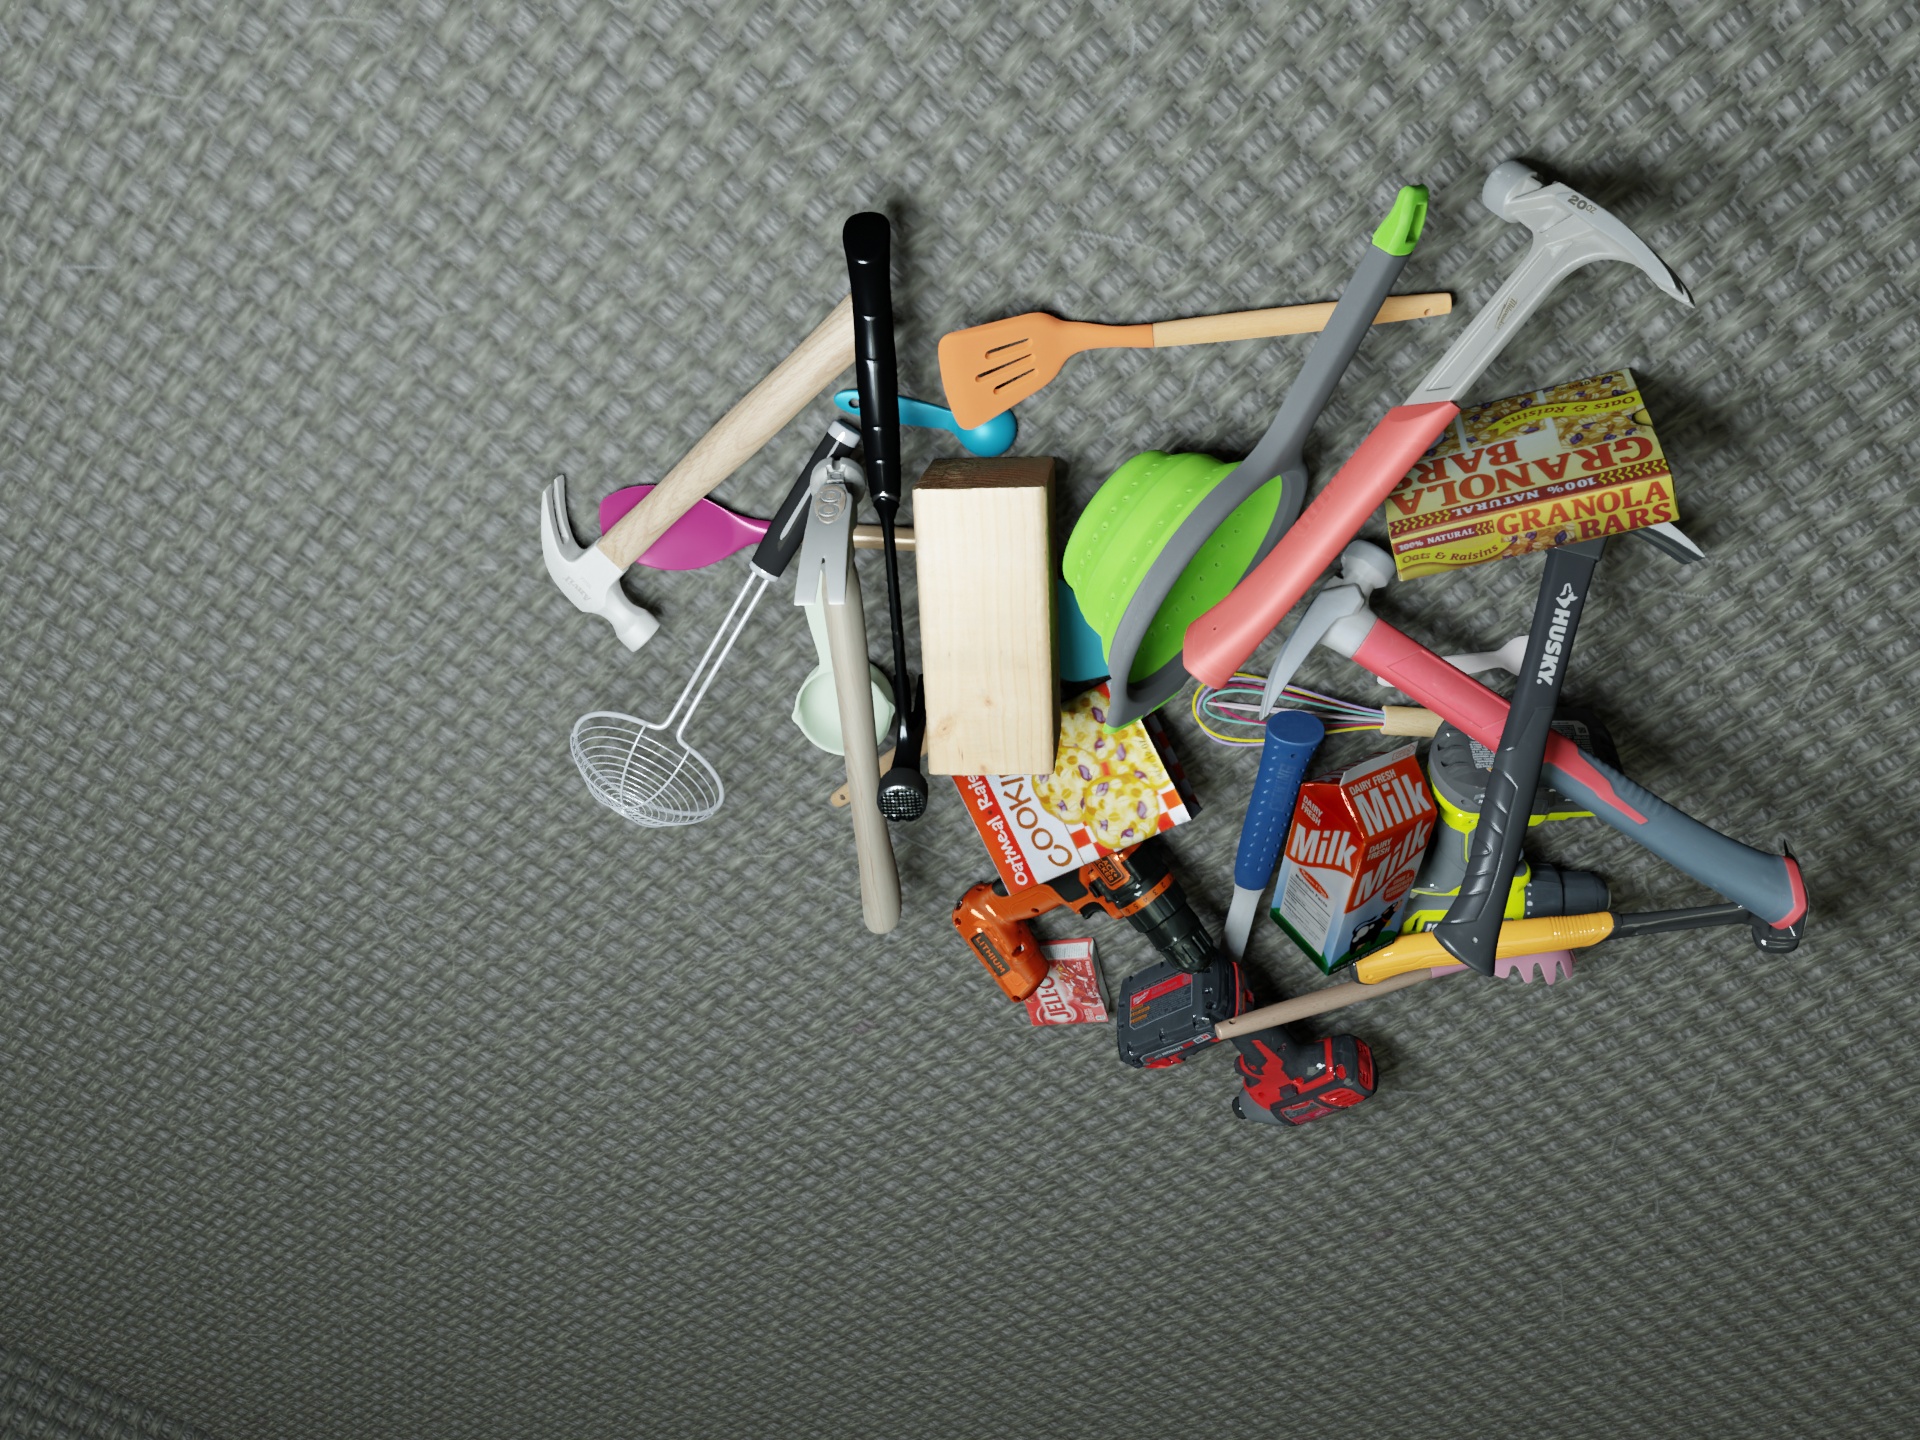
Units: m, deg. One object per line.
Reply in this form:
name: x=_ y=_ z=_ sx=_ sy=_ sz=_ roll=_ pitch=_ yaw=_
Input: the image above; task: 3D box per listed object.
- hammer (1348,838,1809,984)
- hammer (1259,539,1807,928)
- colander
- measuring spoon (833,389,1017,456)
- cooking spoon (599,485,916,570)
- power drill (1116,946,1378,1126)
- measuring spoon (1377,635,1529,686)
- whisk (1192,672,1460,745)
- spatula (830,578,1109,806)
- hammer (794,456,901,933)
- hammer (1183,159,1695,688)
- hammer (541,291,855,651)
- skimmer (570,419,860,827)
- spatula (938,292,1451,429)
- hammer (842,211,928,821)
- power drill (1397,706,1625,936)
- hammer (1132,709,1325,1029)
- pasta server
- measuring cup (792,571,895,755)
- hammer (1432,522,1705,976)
hammer: x=0.468 y=0.161 z=1.224 sx=0.337 sy=0.034 sz=0.127 roll=-11 pitch=142 yaw=16
hammer: x=0.396 y=0.037 z=1.094 sx=0.386 sy=0.038 sz=0.143 roll=34 pitch=85 yaw=5
colander: x=0.165 y=-0.174 z=1.023 sx=0.094 sy=0.204 sz=0.396 roll=39 pitch=126 yaw=19
measuring spoon: x=-0.025 y=-0.205 z=1.092 sx=0.128 sy=0.021 sz=0.042 roll=10 pitch=131 yaw=-2
cooking spoon: x=-0.109 y=-0.137 z=1.166 sx=0.319 sy=0.017 sz=0.068 roll=4 pitch=122 yaw=6
power drill: x=0.244 y=0.288 z=1.386 sx=0.219 sy=0.079 sz=0.143 roll=33 pitch=134 yaw=-28
measuring spoon: x=0.372 y=-0.037 z=1.175 sx=0.124 sy=0.018 sz=0.034 roll=-10 pitch=128 yaw=18
whisk: x=0.298 y=-0.006 z=1.201 sx=0.245 sy=0.047 sz=0.051 roll=4 pitch=138 yaw=0
spatula: x=-0.002 y=-0.004 z=1.246 sx=0.317 sy=0.044 sz=0.082 roll=-35 pitch=93 yaw=34
hammer: x=-0.075 y=0.019 z=1.166 sx=0.038 sy=0.146 sz=0.410 roll=-1 pitch=132 yaw=3
hammer: x=0.263 y=-0.154 z=0.963 sx=0.036 sy=0.149 sz=0.359 roll=14 pitch=122 yaw=-43
hammer: x=-0.177 y=-0.184 z=1.118 sx=0.331 sy=0.031 sz=0.130 roll=-37 pitch=108 yaw=28
skimmer: x=-0.173 y=-0.068 z=1.183 sx=0.127 sy=0.090 sz=0.363 roll=30 pitch=107 yaw=-9
spatula: x=0.149 y=-0.243 z=1.021 sx=0.322 sy=0.041 sz=0.080 roll=-4 pitch=142 yaw=11
hammer: x=-0.047 y=-0.135 z=1.077 sx=0.036 sy=0.149 sz=0.408 roll=-1 pitch=124 yaw=3
power drill: x=0.425 y=0.091 z=1.224 sx=0.190 sy=0.080 sz=0.228 roll=0 pitch=140 yaw=1
hammer: x=0.230 y=0.139 z=1.305 sx=0.144 sy=0.035 sz=0.405 roll=7 pitch=138 yaw=4
pasta server: x=0.358 y=0.218 z=1.303 sx=0.316 sy=0.060 sz=0.040 roll=-14 pitch=120 yaw=-9
measuring cup: x=-0.097 y=-0.054 z=1.229 sx=0.083 sy=0.038 sz=0.167 roll=-6 pitch=115 yaw=12
hammer: x=0.383 y=0.005 z=1.058 sx=0.146 sy=0.035 sz=0.335 roll=15 pitch=89 yaw=4
